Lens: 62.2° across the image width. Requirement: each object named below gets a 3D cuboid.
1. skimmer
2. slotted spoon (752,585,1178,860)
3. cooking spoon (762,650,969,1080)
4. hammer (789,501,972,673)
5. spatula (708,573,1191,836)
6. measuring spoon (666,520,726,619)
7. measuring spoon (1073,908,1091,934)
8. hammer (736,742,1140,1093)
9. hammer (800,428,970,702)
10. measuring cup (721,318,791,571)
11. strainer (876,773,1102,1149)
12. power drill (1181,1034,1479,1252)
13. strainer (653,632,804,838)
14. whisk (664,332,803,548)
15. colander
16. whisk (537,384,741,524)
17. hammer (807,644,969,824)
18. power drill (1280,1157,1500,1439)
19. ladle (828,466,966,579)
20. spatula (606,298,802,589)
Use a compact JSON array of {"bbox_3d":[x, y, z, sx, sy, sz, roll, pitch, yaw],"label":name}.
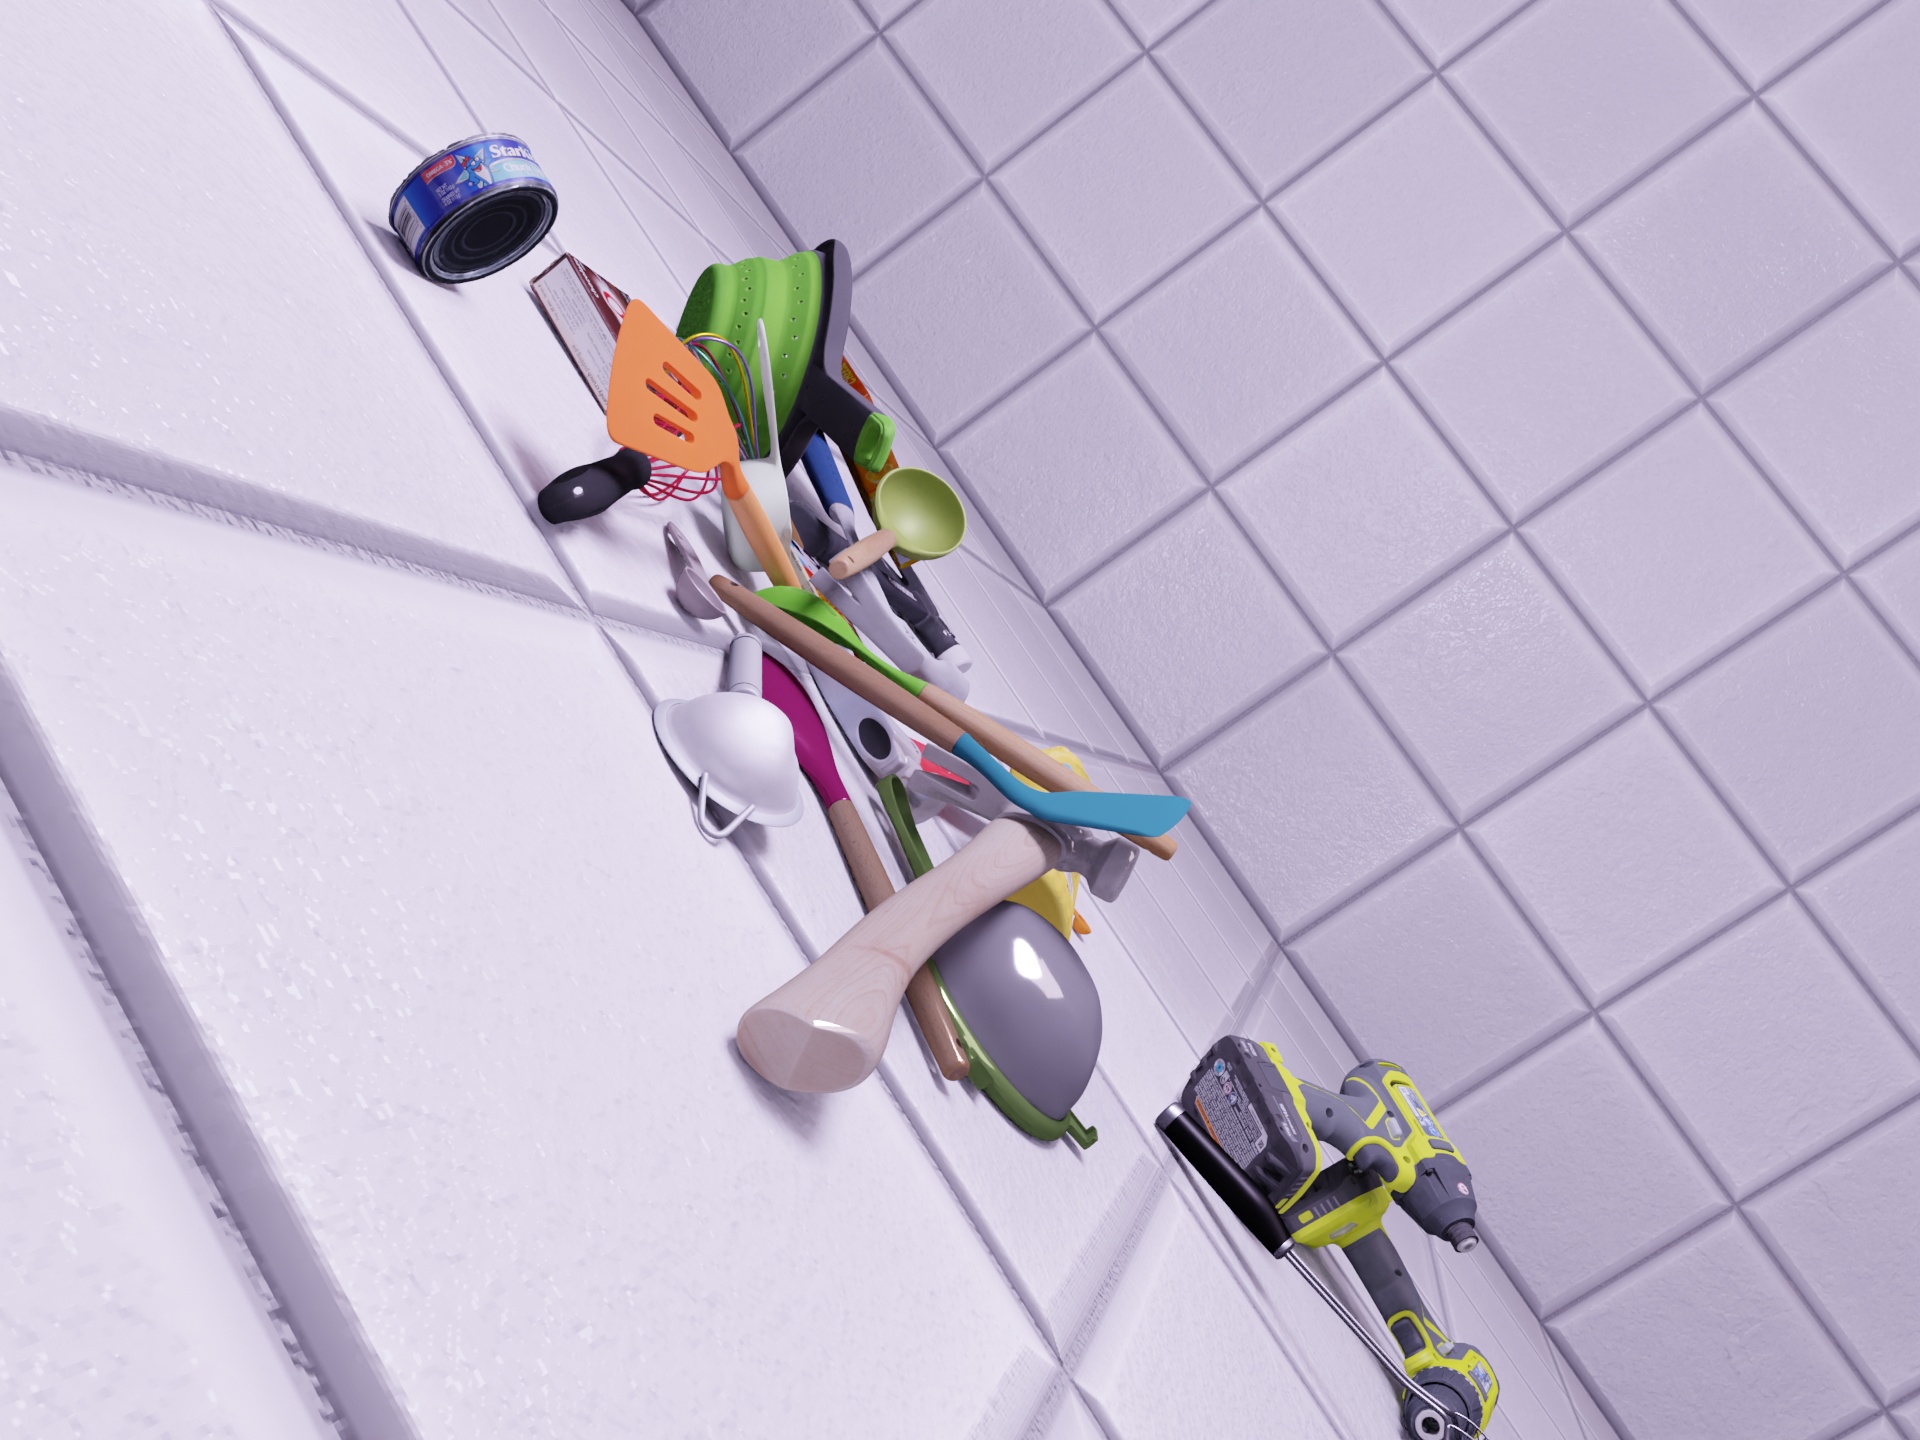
[{"bbox_3d":[0.239,0.422,1.064,0.363,0.090,0.127,47,9,22],"label":"skimmer"},{"bbox_3d":[-0.002,-0.003,0.983,0.314,0.031,0.070,33,-4,12],"label":"slotted spoon"},{"bbox_3d":[-0.057,0.066,0.872,0.068,0.017,0.319,43,14,-47],"label":"cooking spoon"},{"bbox_3d":[-0.084,-0.133,1.424,0.146,0.035,0.334,58,10,19],"label":"hammer"},{"bbox_3d":[-0.017,-0.010,0.930,0.317,0.044,0.082,33,22,13],"label":"spatula"},{"bbox_3d":[-0.162,-0.089,0.933,0.034,0.018,0.124,47,5,-32],"label":"measuring spoon"},{"bbox_3d":[0.069,0.133,1.316,0.117,0.011,0.021,50,9,-3],"label":"measuring spoon"},{"bbox_3d":[-0.018,0.086,0.779,0.146,0.038,0.410,27,15,12],"label":"hammer"},{"bbox_3d":[-0.094,-0.161,1.253,0.143,0.035,0.406,45,12,-36],"label":"hammer"},{"bbox_3d":[-0.139,-0.177,1.039,0.083,0.038,0.167,-125,-150,-61],"label":"measuring cup"},{"bbox_3d":[0.019,0.115,0.919,0.151,0.069,0.257,43,16,-50],"label":"strainer"},{"bbox_3d":[0.297,0.331,1.242,0.223,0.080,0.171,17,29,-28],"label":"power drill"},{"bbox_3d":[-0.111,-0.009,0.816,0.086,0.050,0.259,36,11,-17],"label":"strainer"},{"bbox_3d":[-0.155,-0.184,1.112,0.051,0.047,0.244,18,-23,20],"label":"whisk"},{"bbox_3d":[-0.141,-0.255,1.162,0.094,0.204,0.397,15,17,-25],"label":"colander"},{"bbox_3d":[-0.181,-0.146,0.902,0.073,0.073,0.296,53,14,-10],"label":"whisk"},{"bbox_3d":[0.010,0.046,1.205,0.143,0.038,0.386,57,11,25],"label":"hammer"},{"bbox_3d":[0.348,0.474,1.289,0.229,0.080,0.190,61,15,23],"label":"power drill"},{"bbox_3d":[-0.047,-0.131,1.098,0.078,0.062,0.320,46,13,-4],"label":"ladle"},{"bbox_3d":[-0.135,-0.127,0.937,0.322,0.041,0.081,72,23,-70],"label":"spatula"}]
